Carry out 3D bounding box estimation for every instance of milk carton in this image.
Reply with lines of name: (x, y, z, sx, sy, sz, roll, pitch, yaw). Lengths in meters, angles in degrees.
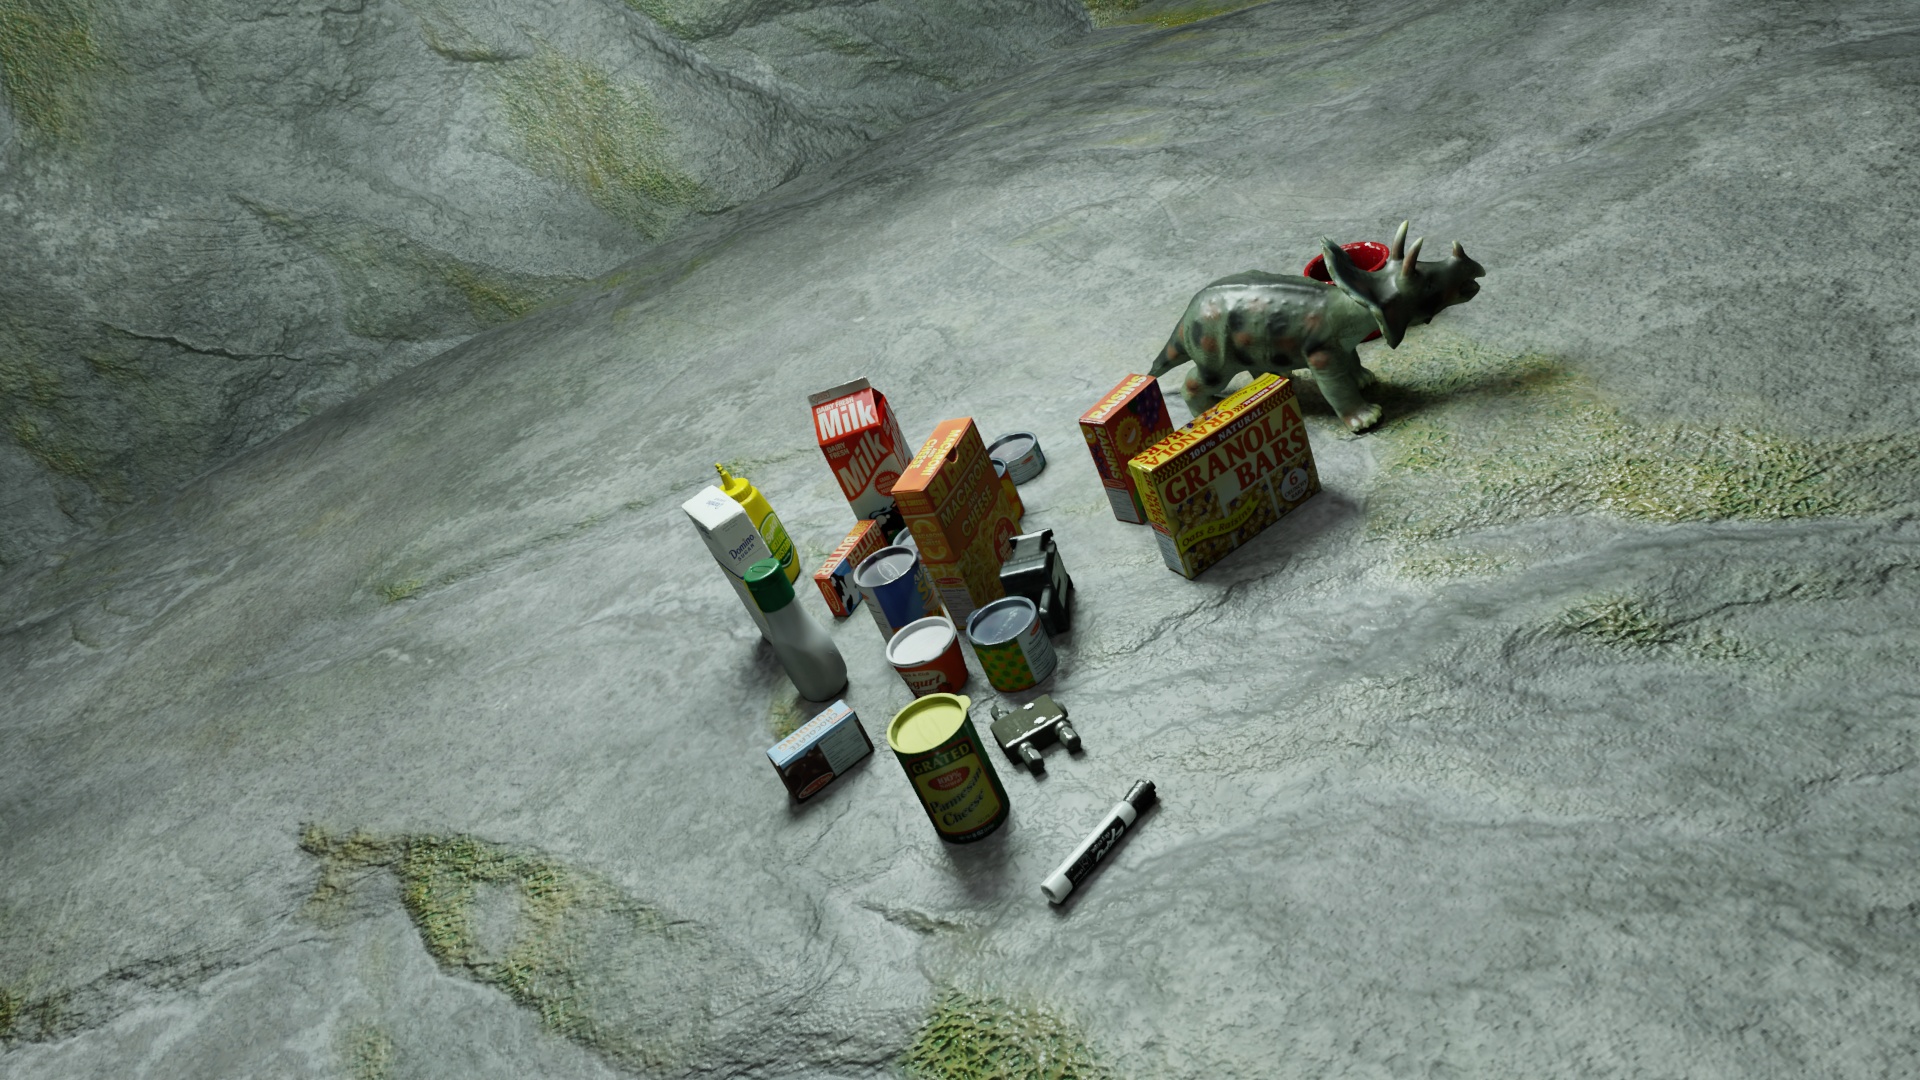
milk carton: (-0.096, -0.087, 1.504, 0.072, 0.189, 0.074, -18, 30, 12)

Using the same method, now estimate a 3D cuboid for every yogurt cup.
yogurt cup: (-0.028, 0.111, 1.273, 0.072, 0.053, 0.073, -18, 30, 11)

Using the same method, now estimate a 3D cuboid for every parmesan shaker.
parmesan shaker: (-0.006, 0.179, 1.095, 0.071, 0.102, 0.071, -18, 30, 11)

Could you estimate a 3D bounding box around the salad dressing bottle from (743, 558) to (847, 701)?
salad dressing bottle: (-0.157, 0.085, 1.314, 0.064, 0.147, 0.044, 2, 39, 39)

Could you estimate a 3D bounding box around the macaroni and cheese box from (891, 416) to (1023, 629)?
macaroni and cheese box: (0.005, -0.017, 1.342, 0.040, 0.165, 0.124, -5, 35, 31)

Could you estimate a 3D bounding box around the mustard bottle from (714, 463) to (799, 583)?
mustard bottle: (-0.230, -0.017, 1.519, 0.049, 0.159, 0.066, -8, 33, 27)

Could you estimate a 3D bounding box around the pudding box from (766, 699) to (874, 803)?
pudding box: (-0.124, 0.186, 1.225, 0.084, 0.049, 0.030, -35, 31, -18)

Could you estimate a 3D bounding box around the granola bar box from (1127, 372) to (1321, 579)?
granola bar box: (0.247, -0.060, 1.278, 0.166, 0.123, 0.039, -33, 30, -15)

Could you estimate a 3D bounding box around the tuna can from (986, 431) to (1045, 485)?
tuna can: (0.059, -0.093, 1.561, 0.071, 0.032, 0.071, -18, 30, 11)

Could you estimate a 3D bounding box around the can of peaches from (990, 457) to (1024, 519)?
can of peaches: (0.027, -0.046, 1.483, 0.071, 0.058, 0.071, -18, 30, 11)

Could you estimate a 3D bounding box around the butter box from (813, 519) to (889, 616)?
butter box: (-0.112, 0.028, 1.470, 0.024, 0.053, 0.104, -2, 36, 34)

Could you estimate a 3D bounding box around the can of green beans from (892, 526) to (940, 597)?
can of green beans: (-0.028, 0.017, 1.421, 0.071, 0.057, 0.071, -18, 30, 11)

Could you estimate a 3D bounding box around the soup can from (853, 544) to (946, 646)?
soup can: (-0.055, 0.055, 1.352, 0.071, 0.083, 0.072, -18, 30, 11)

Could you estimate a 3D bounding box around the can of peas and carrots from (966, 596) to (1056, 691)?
can of peas and carrots: (0.044, 0.093, 1.245, 0.071, 0.058, 0.071, -18, 30, 11)

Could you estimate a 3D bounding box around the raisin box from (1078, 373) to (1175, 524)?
raisin box: (0.175, -0.091, 1.383, 0.086, 0.123, 0.040, -41, 33, -27)
